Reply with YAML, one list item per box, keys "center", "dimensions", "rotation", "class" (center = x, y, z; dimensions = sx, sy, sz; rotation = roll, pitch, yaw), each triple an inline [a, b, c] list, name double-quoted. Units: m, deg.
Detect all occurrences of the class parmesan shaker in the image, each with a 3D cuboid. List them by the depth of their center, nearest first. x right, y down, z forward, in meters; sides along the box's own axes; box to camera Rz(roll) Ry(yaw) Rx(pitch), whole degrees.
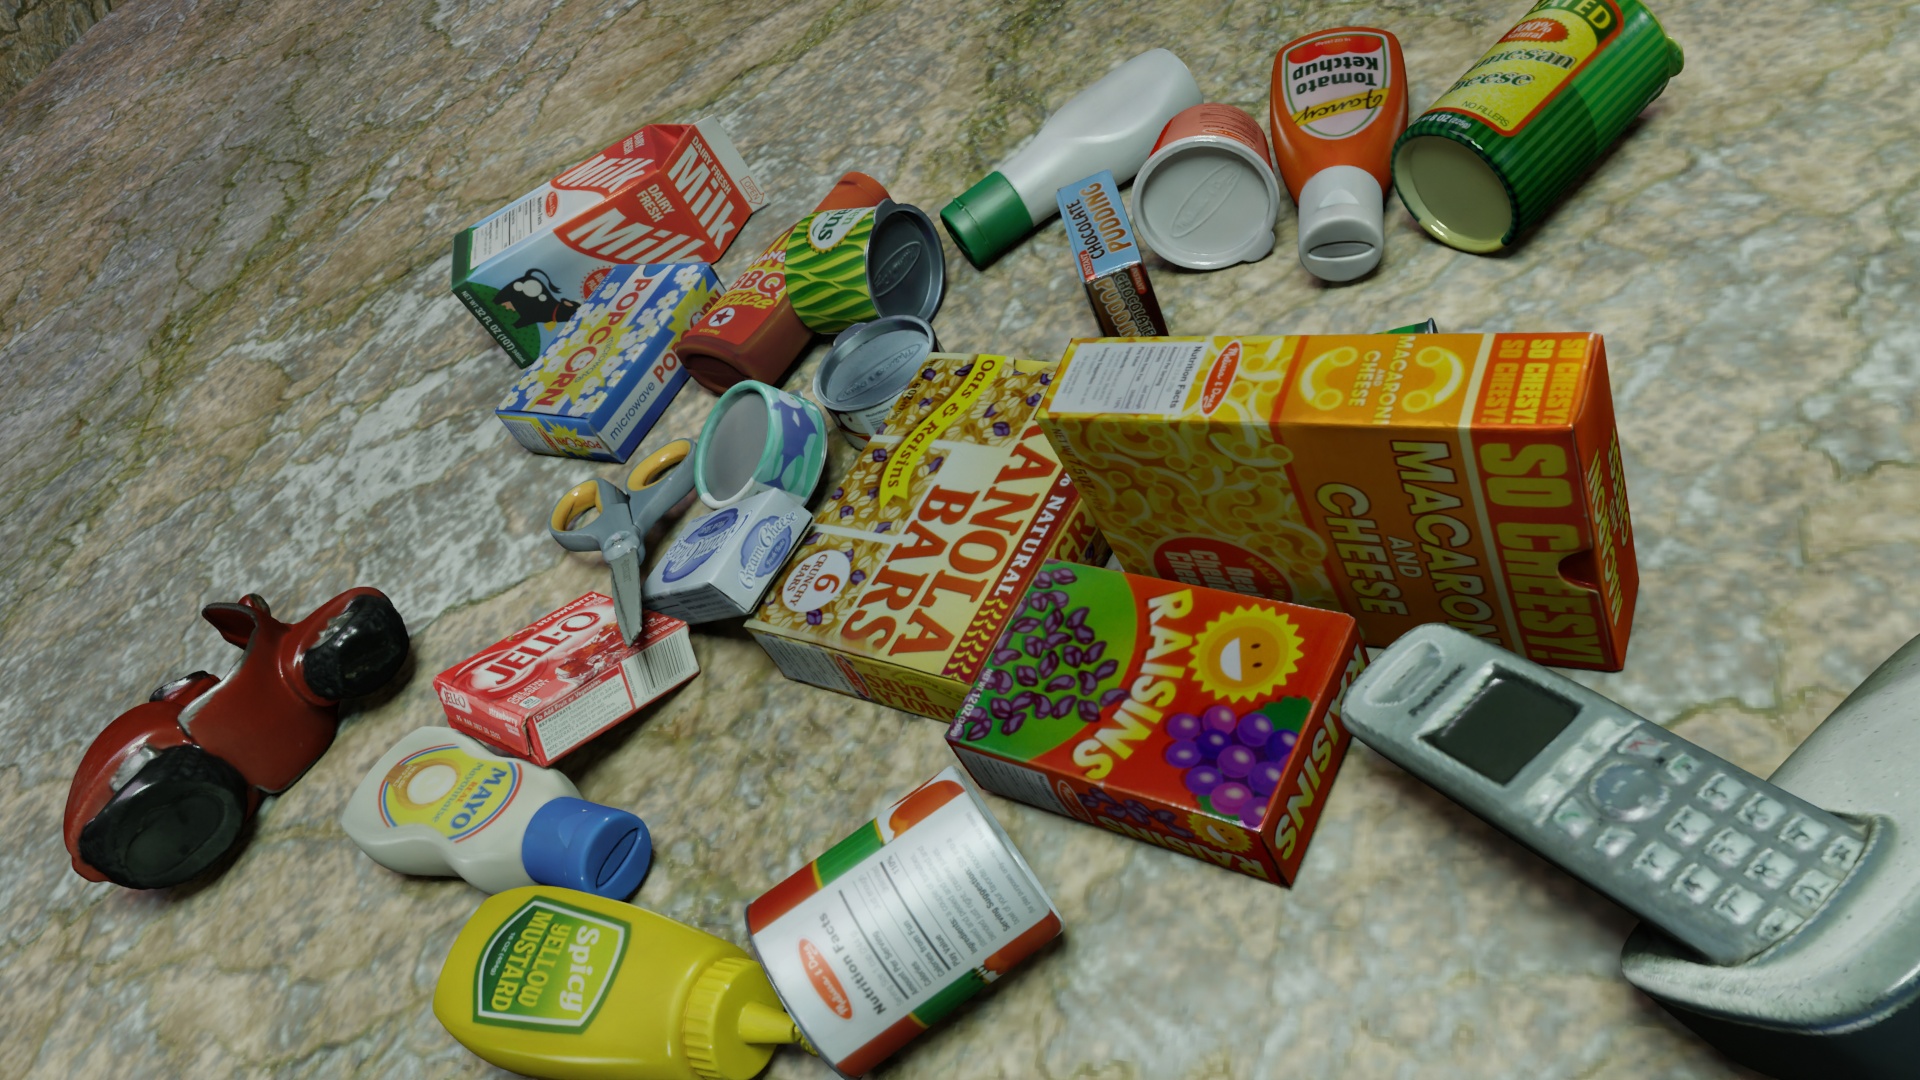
- center: [0.242, -0.178, 0.586]
  dimensions: [0.103, 0.071, 0.071]
  rotation: [-44, 43, -13]
  class: "parmesan shaker"

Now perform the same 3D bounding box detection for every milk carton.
- center: [-0.220, -0.196, 0.880]
  dimensions: [0.190, 0.072, 0.074]
  rotation: [-28, 41, 6]
  class: "milk carton"

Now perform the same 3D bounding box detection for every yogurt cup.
- center: [0.118, -0.171, 0.659]
  dimensions: [0.072, 0.072, 0.054]
  rotation: [-10, 38, 23]
  class: "yogurt cup"

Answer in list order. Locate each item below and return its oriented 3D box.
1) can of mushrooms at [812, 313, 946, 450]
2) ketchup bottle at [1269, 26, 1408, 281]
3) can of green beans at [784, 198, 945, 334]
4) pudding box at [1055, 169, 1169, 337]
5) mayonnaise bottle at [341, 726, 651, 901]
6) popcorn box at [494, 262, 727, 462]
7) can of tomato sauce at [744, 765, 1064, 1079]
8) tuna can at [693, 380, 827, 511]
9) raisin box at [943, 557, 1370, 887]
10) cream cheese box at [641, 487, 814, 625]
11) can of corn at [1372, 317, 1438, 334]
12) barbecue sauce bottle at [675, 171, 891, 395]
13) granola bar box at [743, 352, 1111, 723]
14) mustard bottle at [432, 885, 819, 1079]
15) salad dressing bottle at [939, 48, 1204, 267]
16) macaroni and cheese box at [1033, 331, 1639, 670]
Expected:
- center: [-0.037, -0.079, 0.685]
  dimensions: [0.071, 0.033, 0.071]
  rotation: [-17, 44, 17]
  class: "can of mushrooms"
- center: [0.176, -0.181, 0.647]
  dimensions: [0.065, 0.043, 0.149]
  rotation: [-3, 49, 17]
  class: "ketchup bottle"
- center: [-0.050, -0.141, 0.729]
  dimensions: [0.058, 0.071, 0.071]
  rotation: [5, 54, 35]
  class: "can of green beans"
- center: [0.071, -0.132, 0.659]
  dimensions: [0.030, 0.049, 0.084]
  rotation: [-20, 43, 12]
  class: "pudding box"
- center: [-0.193, 0.118, 0.584]
  dimensions: [0.148, 0.041, 0.065]
  rotation: [5, 47, 35]
  class: "mayonnaise bottle"
- center: [-0.198, -0.105, 0.804]
  dimensions: [0.085, 0.038, 0.127]
  rotation: [7, 55, 37]
  class: "popcorn box"
- center: [-0.018, 0.123, 0.456]
  dimensions: [0.083, 0.071, 0.071]
  rotation: [-35, 41, -3]
  class: "can of tomato sauce"
- center: [-0.096, -0.044, 0.666]
  dimensions: [0.071, 0.033, 0.071]
  rotation: [-20, 61, 42]
  class: "tuna can"
- center: [0.069, 0.059, 0.482]
  dimensions: [0.123, 0.040, 0.086]
  rotation: [10, 56, 36]
  class: "raisin box"
- center: [-0.108, 0.010, 0.621]
  dimensions: [0.103, 0.024, 0.053]
  rotation: [-13, 40, 57]
  class: "cream cheese box"
- center: [0.152, -0.043, 0.514]
  dimensions: [0.058, 0.071, 0.071]
  rotation: [-12, 45, 23]
  class: "can of corn"
- center: [-0.091, -0.144, 0.773]
  dimensions: [0.065, 0.043, 0.149]
  rotation: [13, 57, 41]
  class: "barbecue sauce bottle"
- center: [0.002, -0.007, 0.588]
  dimensions: [0.124, 0.039, 0.166]
  rotation: [10, 56, 37]
  class: "granola bar box"
- center: [-0.113, 0.161, 0.488]
  dimensions: [0.160, 0.048, 0.065]
  rotation: [-2, 53, 30]
  class: "mustard bottle"
- center: [0.058, -0.202, 0.740]
  dimensions: [0.148, 0.043, 0.064]
  rotation: [-35, 43, -1]
  class: "salad dressing bottle"
- center: [0.124, -0.012, 0.455]
  dimensions: [0.166, 0.123, 0.040]
  rotation: [5, 56, 34]
  class: "macaroni and cheese box"
